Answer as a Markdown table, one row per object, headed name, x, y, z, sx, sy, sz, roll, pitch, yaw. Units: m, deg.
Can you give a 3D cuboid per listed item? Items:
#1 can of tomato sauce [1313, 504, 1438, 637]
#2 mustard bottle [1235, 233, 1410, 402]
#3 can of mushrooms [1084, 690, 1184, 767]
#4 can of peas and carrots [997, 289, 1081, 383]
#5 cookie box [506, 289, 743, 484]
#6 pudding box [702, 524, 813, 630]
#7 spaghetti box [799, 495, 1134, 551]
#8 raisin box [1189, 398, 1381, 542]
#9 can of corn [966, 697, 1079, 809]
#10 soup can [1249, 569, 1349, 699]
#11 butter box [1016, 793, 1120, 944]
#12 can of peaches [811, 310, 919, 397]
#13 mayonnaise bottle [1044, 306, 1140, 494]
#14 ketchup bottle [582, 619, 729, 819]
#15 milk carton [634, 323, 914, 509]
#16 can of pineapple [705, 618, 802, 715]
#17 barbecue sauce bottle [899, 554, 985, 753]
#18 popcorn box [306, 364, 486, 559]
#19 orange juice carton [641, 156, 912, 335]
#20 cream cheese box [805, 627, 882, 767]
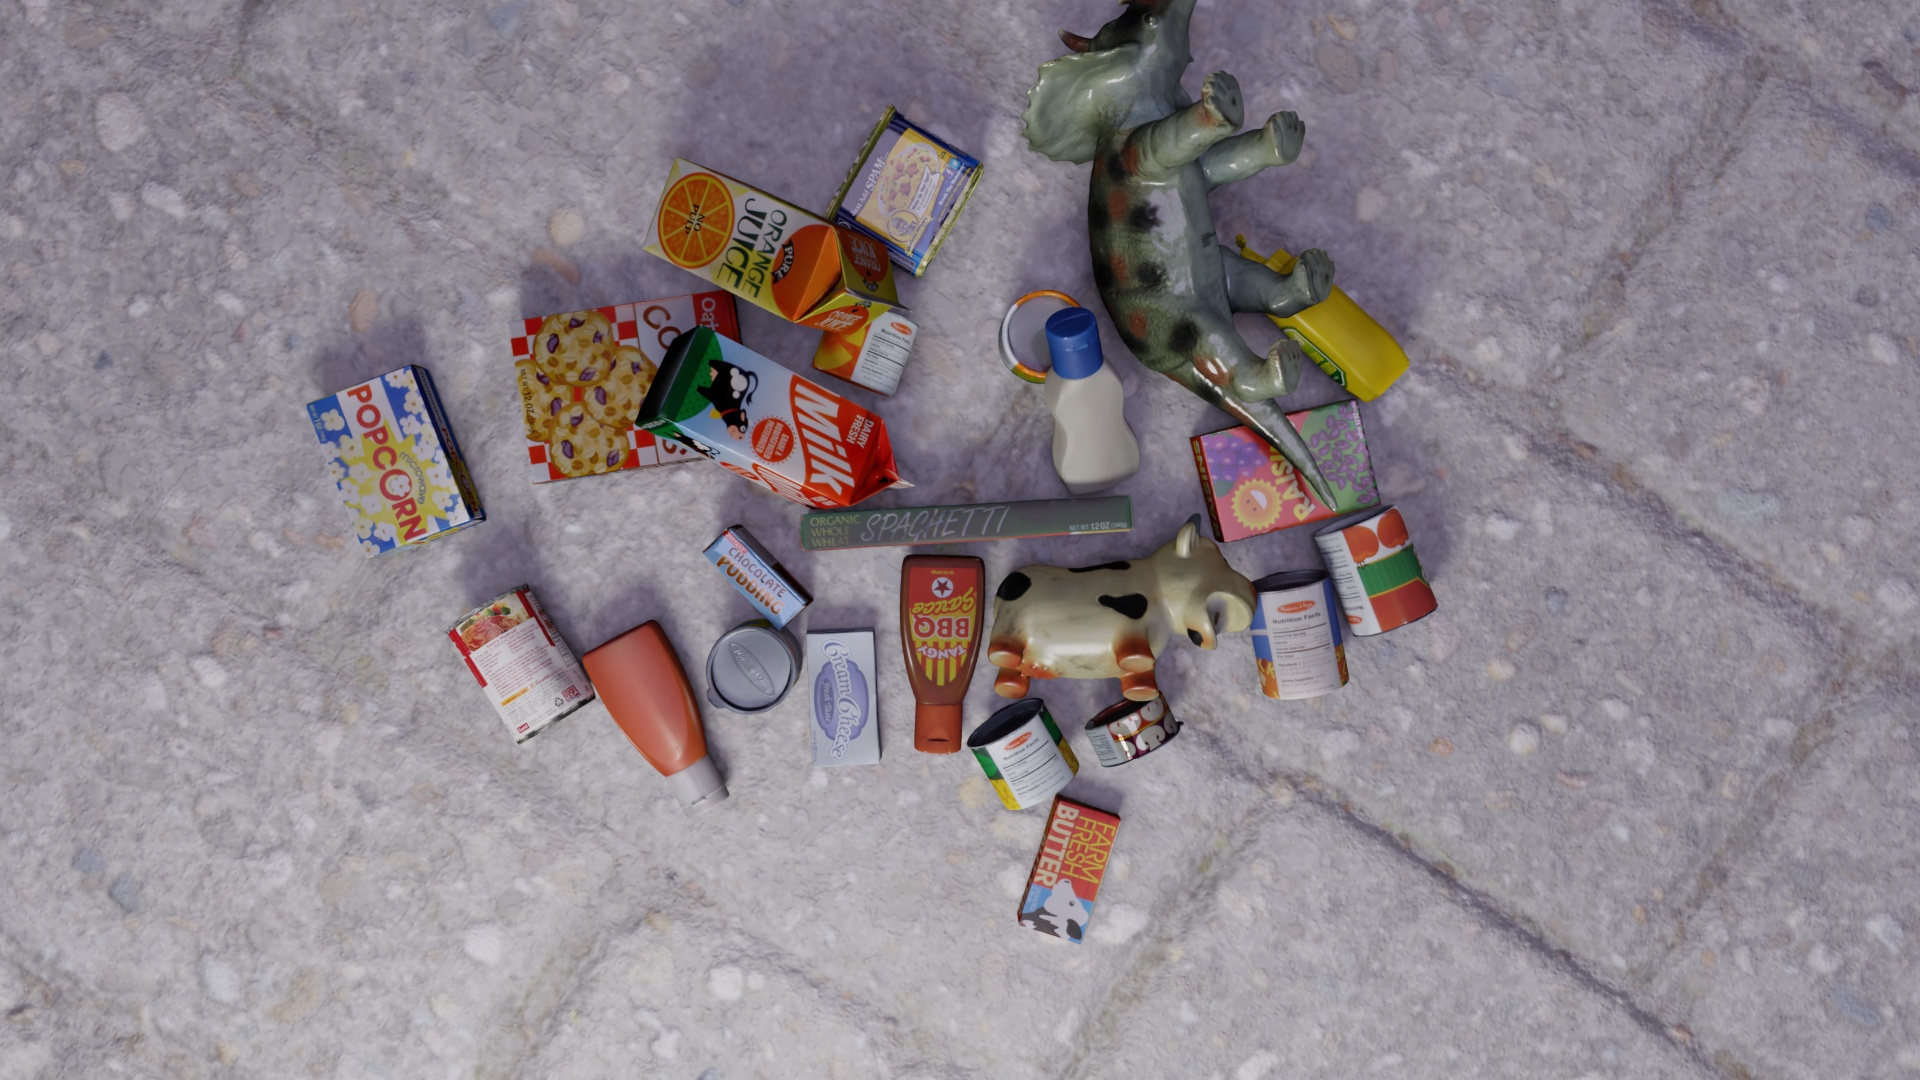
| name | x | y | z | sx | sy | sz | roll | pitch | yaw |
| --- | --- | --- | --- | --- | --- | --- | --- | --- | --- |
| can of tomato sauce | 0.314 | 0.022 | 1.047 | 0.071 | 0.071 | 0.083 | -23 | 92 | 0 |
| mustard bottle | 0.263 | -0.172 | 1.043 | 0.160 | 0.065 | 0.049 | 44 | 93 | 5 |
| can of mushrooms | 0.131 | 0.140 | 1.048 | 0.071 | 0.071 | 0.033 | -27 | 91 | 0 |
| can of peas and carrots | 0.065 | -0.152 | 1.040 | 0.071 | 0.059 | 0.071 | 0 | 93 | -1 |
| cookie box | -0.244 | -0.115 | 1.045 | 0.167 | 0.040 | 0.123 | -9 | 92 | -1 |
| pudding box | -0.151 | 0.027 | 1.046 | 0.030 | 0.050 | 0.083 | -45 | 92 | 3 |
| spaghetti box | 0.004 | -0.013 | 1.048 | 0.250 | 0.050 | 0.028 | -4 | 91 | -1 |
| raisin box | 0.246 | -0.053 | 1.056 | 0.123 | 0.040 | 0.086 | -14 | 92 | -2 |
| can of corn | 0.047 | 0.160 | 1.046 | 0.071 | 0.071 | 0.058 | -30 | 98 | 0 |
| soup can | 0.252 | 0.070 | 1.047 | 0.071 | 0.071 | 0.083 | -12 | 97 | 0 |
| butter box | 0.084 | 0.253 | 1.071 | 0.053 | 0.024 | 0.103 | 17 | 92 | -2 |
| can of peaches | -0.072 | -0.145 | 1.036 | 0.071 | 0.071 | 0.058 | 20 | 92 | -2 |
| mayonnaise bottle | 0.091 | -0.101 | 1.009 | 0.065 | 0.041 | 0.147 | -20 | 134 | -3 |
| ketchup bottle | -0.225 | 0.138 | 1.052 | 0.065 | 0.043 | 0.148 | -27 | 92 | 1 |
| milk carton | -0.127 | -0.077 | 1.002 | 0.190 | 0.072 | 0.073 | 26 | 78 | -24 |
| can of pineapple | -0.156 | 0.095 | 1.044 | 0.071 | 0.058 | 0.071 | 0 | 92 | -1 |
| barbecue sauce bottle | -0.015 | 0.085 | 1.054 | 0.065 | 0.043 | 0.148 | 2 | 92 | -2 |
| popcorn box | -0.424 | -0.059 | 1.045 | 0.085 | 0.038 | 0.126 | -21 | 92 | -1 |
| orange juice carton | -0.125 | -0.201 | 0.986 | 0.193 | 0.072 | 0.073 | 28 | 102 | 25 |
| cream cheese box | -0.089 | 0.120 | 1.063 | 0.053 | 0.024 | 0.103 | -3 | 92 | -2 |
